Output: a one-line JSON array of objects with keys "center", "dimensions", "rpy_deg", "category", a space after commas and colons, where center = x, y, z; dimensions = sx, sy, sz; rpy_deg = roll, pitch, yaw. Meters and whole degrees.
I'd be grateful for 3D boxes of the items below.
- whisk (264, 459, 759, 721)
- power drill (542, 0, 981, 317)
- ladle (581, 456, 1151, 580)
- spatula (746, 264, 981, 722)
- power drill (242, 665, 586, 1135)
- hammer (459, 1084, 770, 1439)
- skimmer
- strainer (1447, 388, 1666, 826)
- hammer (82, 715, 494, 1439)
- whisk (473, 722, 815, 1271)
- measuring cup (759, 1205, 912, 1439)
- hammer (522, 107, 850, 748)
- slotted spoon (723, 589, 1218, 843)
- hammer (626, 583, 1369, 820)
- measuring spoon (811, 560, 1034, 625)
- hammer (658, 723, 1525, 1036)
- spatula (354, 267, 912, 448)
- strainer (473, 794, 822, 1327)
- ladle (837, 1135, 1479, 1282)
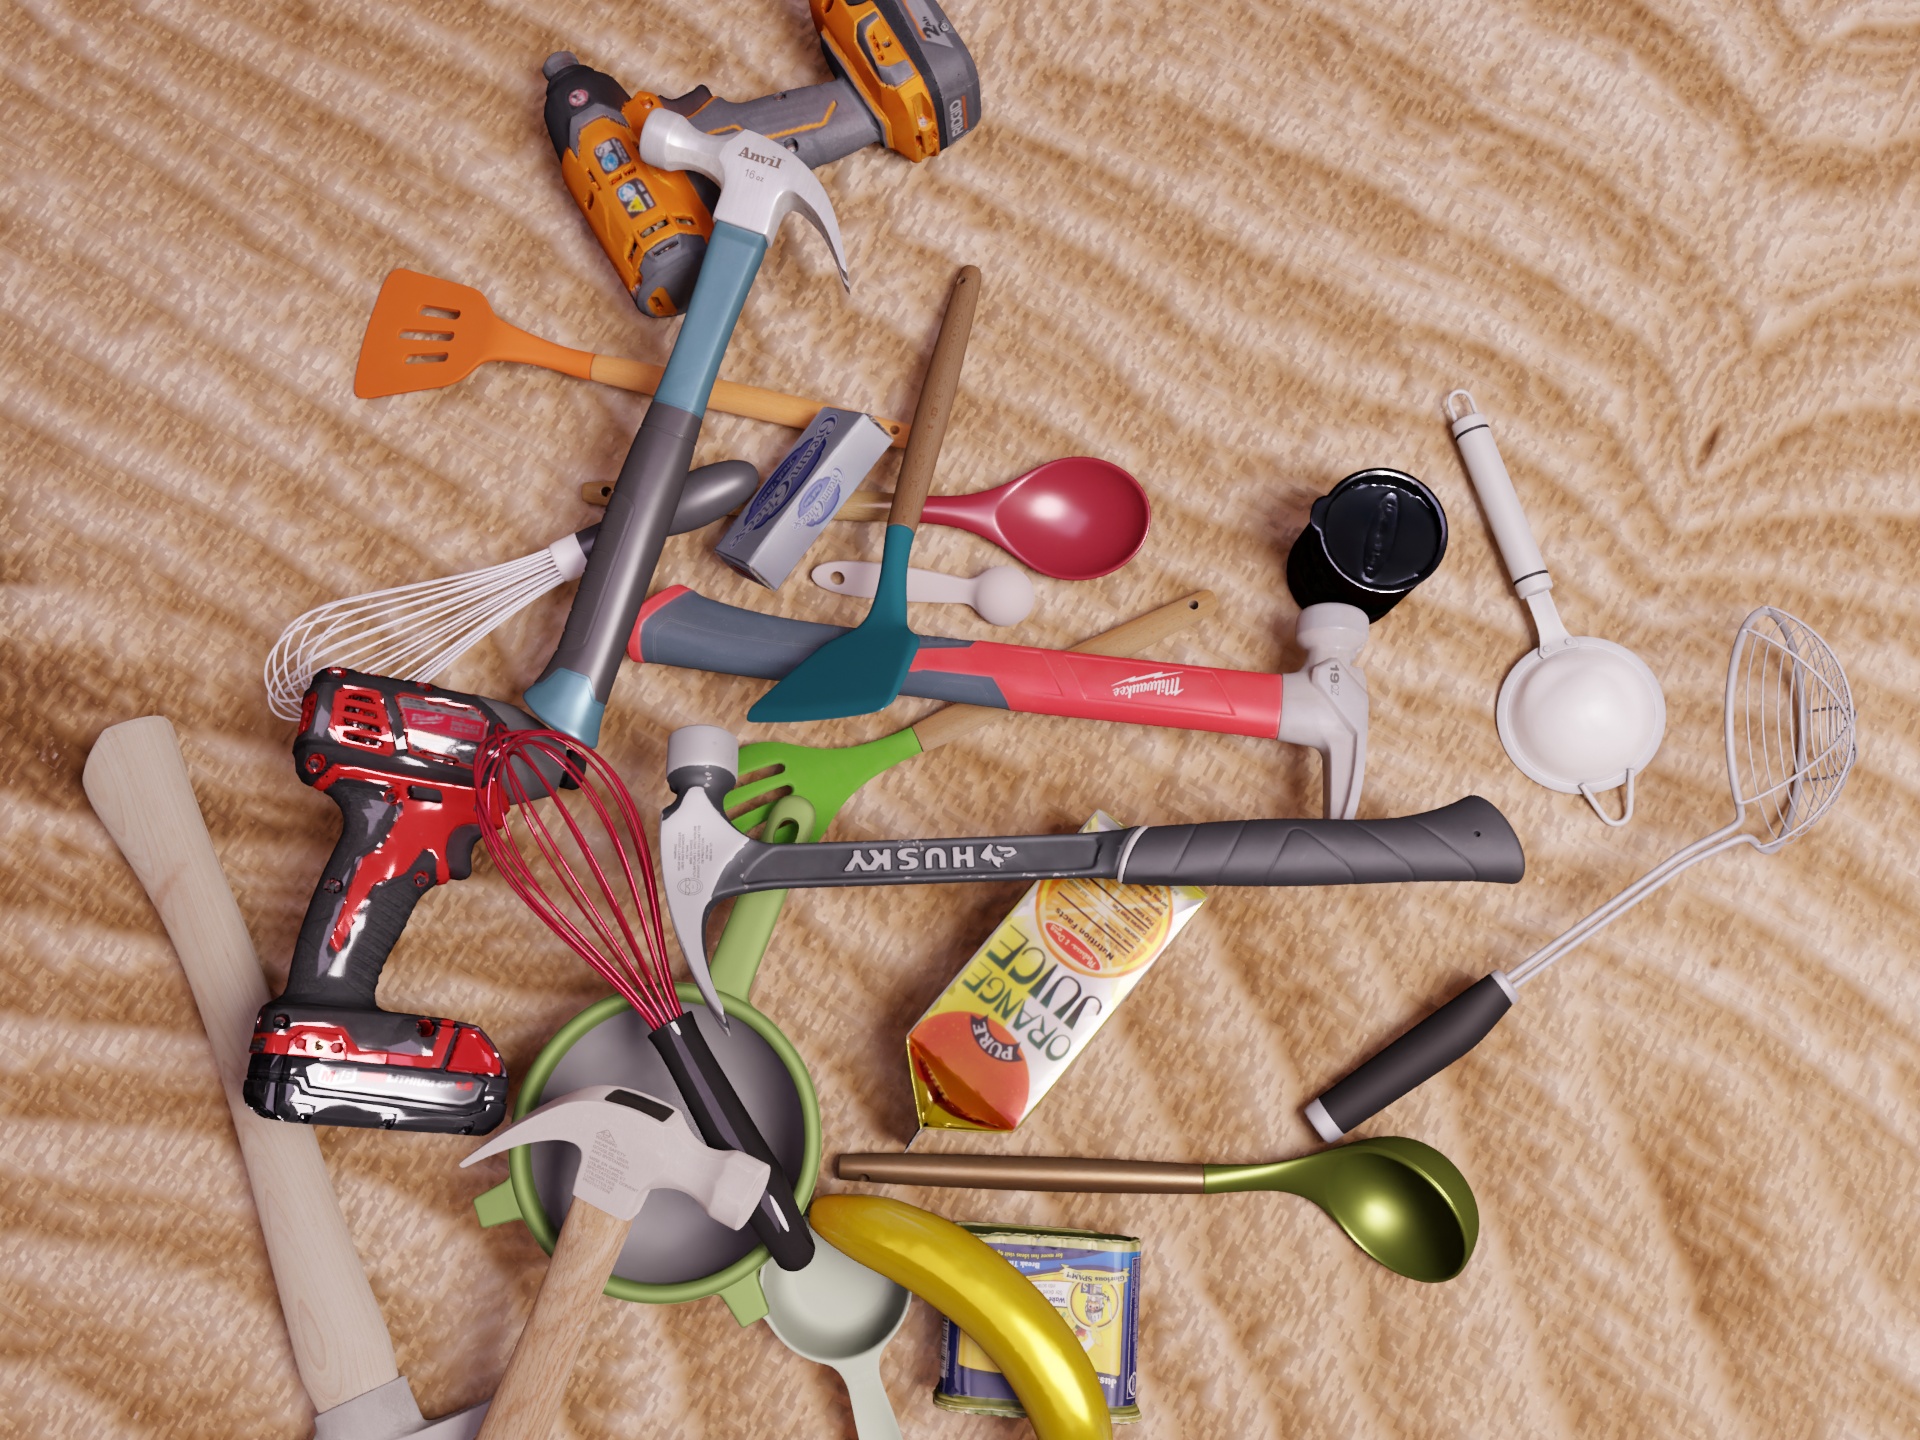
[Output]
[{"center": [-0.238, -0.074, 0.850], "dimensions": [0.284, 0.070, 0.070], "rpy_deg": [-26, 81, -5], "category": "whisk"}, {"center": [-0.121, -0.350, 0.899], "dimensions": [0.226, 0.084, 0.164], "rpy_deg": [-31, 81, -2], "category": "power drill"}, {"center": [-0.054, -0.118, 0.881], "dimensions": [0.315, 0.031, 0.069], "rpy_deg": [3, 86, 2], "category": "ladle"}, {"center": [-0.030, -0.127, 0.836], "dimensions": [0.082, 0.044, 0.318], "rpy_deg": [-4, 58, 30], "category": "spatula"}, {"center": [-0.268, 0.090, 0.791], "dimensions": [0.143, 0.078, 0.220], "rpy_deg": [13, 73, -29], "category": "power drill"}, {"center": [-0.206, 0.320, 0.739], "dimensions": [0.130, 0.031, 0.331], "rpy_deg": [25, 100, 9], "category": "hammer"}, {"center": [0.318, 0.086, 0.834], "dimensions": [0.363, 0.090, 0.127], "rpy_deg": [-38, 125, 4], "category": "skimmer"}, {"center": [0.315, -0.067, 0.870], "dimensions": [0.087, 0.050, 0.258], "rpy_deg": [-20, 76, 11], "category": "strainer"}, {"center": [-0.350, 0.184, 0.816], "dimensions": [0.146, 0.038, 0.411], "rpy_deg": [-23, 80, -6], "category": "hammer"}, {"center": [-0.147, 0.127, 0.754], "dimensions": [0.073, 0.073, 0.296], "rpy_deg": [-30, 83, -6], "category": "whisk"}, {"center": [-0.048, 0.322, 0.793], "dimensions": [0.083, 0.038, 0.168], "rpy_deg": [-17, 82, -4], "category": "measuring cup"}, {"center": [-0.153, -0.148, 0.822], "dimensions": [0.128, 0.033, 0.331], "rpy_deg": [18, 84, 2], "category": "hammer"}, {"center": [-0.001, -0.003, 0.860], "dimensions": [0.314, 0.031, 0.070], "rpy_deg": [-25, 76, -6], "category": "slotted spoon"}, {"center": [0.015, -0.010, 0.829], "dimensions": [0.386, 0.038, 0.143], "rpy_deg": [6, 70, 4], "category": "hammer"}, {"center": [-0.022, -0.071, 0.871], "dimensions": [0.124, 0.018, 0.034], "rpy_deg": [7, 114, 4], "category": "measuring spoon"}, {"center": [0.062, 0.068, 0.753], "dimensions": [0.409, 0.036, 0.149], "rpy_deg": [-1, 61, -2], "category": "hammer"}, {"center": [-0.181, -0.191, 0.897], "dimensions": [0.322, 0.041, 0.081], "rpy_deg": [12, 80, -2], "category": "spatula"}, {"center": [-0.126, 0.162, 0.810], "dimensions": [0.151, 0.069, 0.256], "rpy_deg": [19, 73, 4], "category": "strainer"}, {"center": [0.096, 0.240, 0.801], "dimensions": [0.320, 0.062, 0.078], "rpy_deg": [1, 123, 3], "category": "ladle"}]
